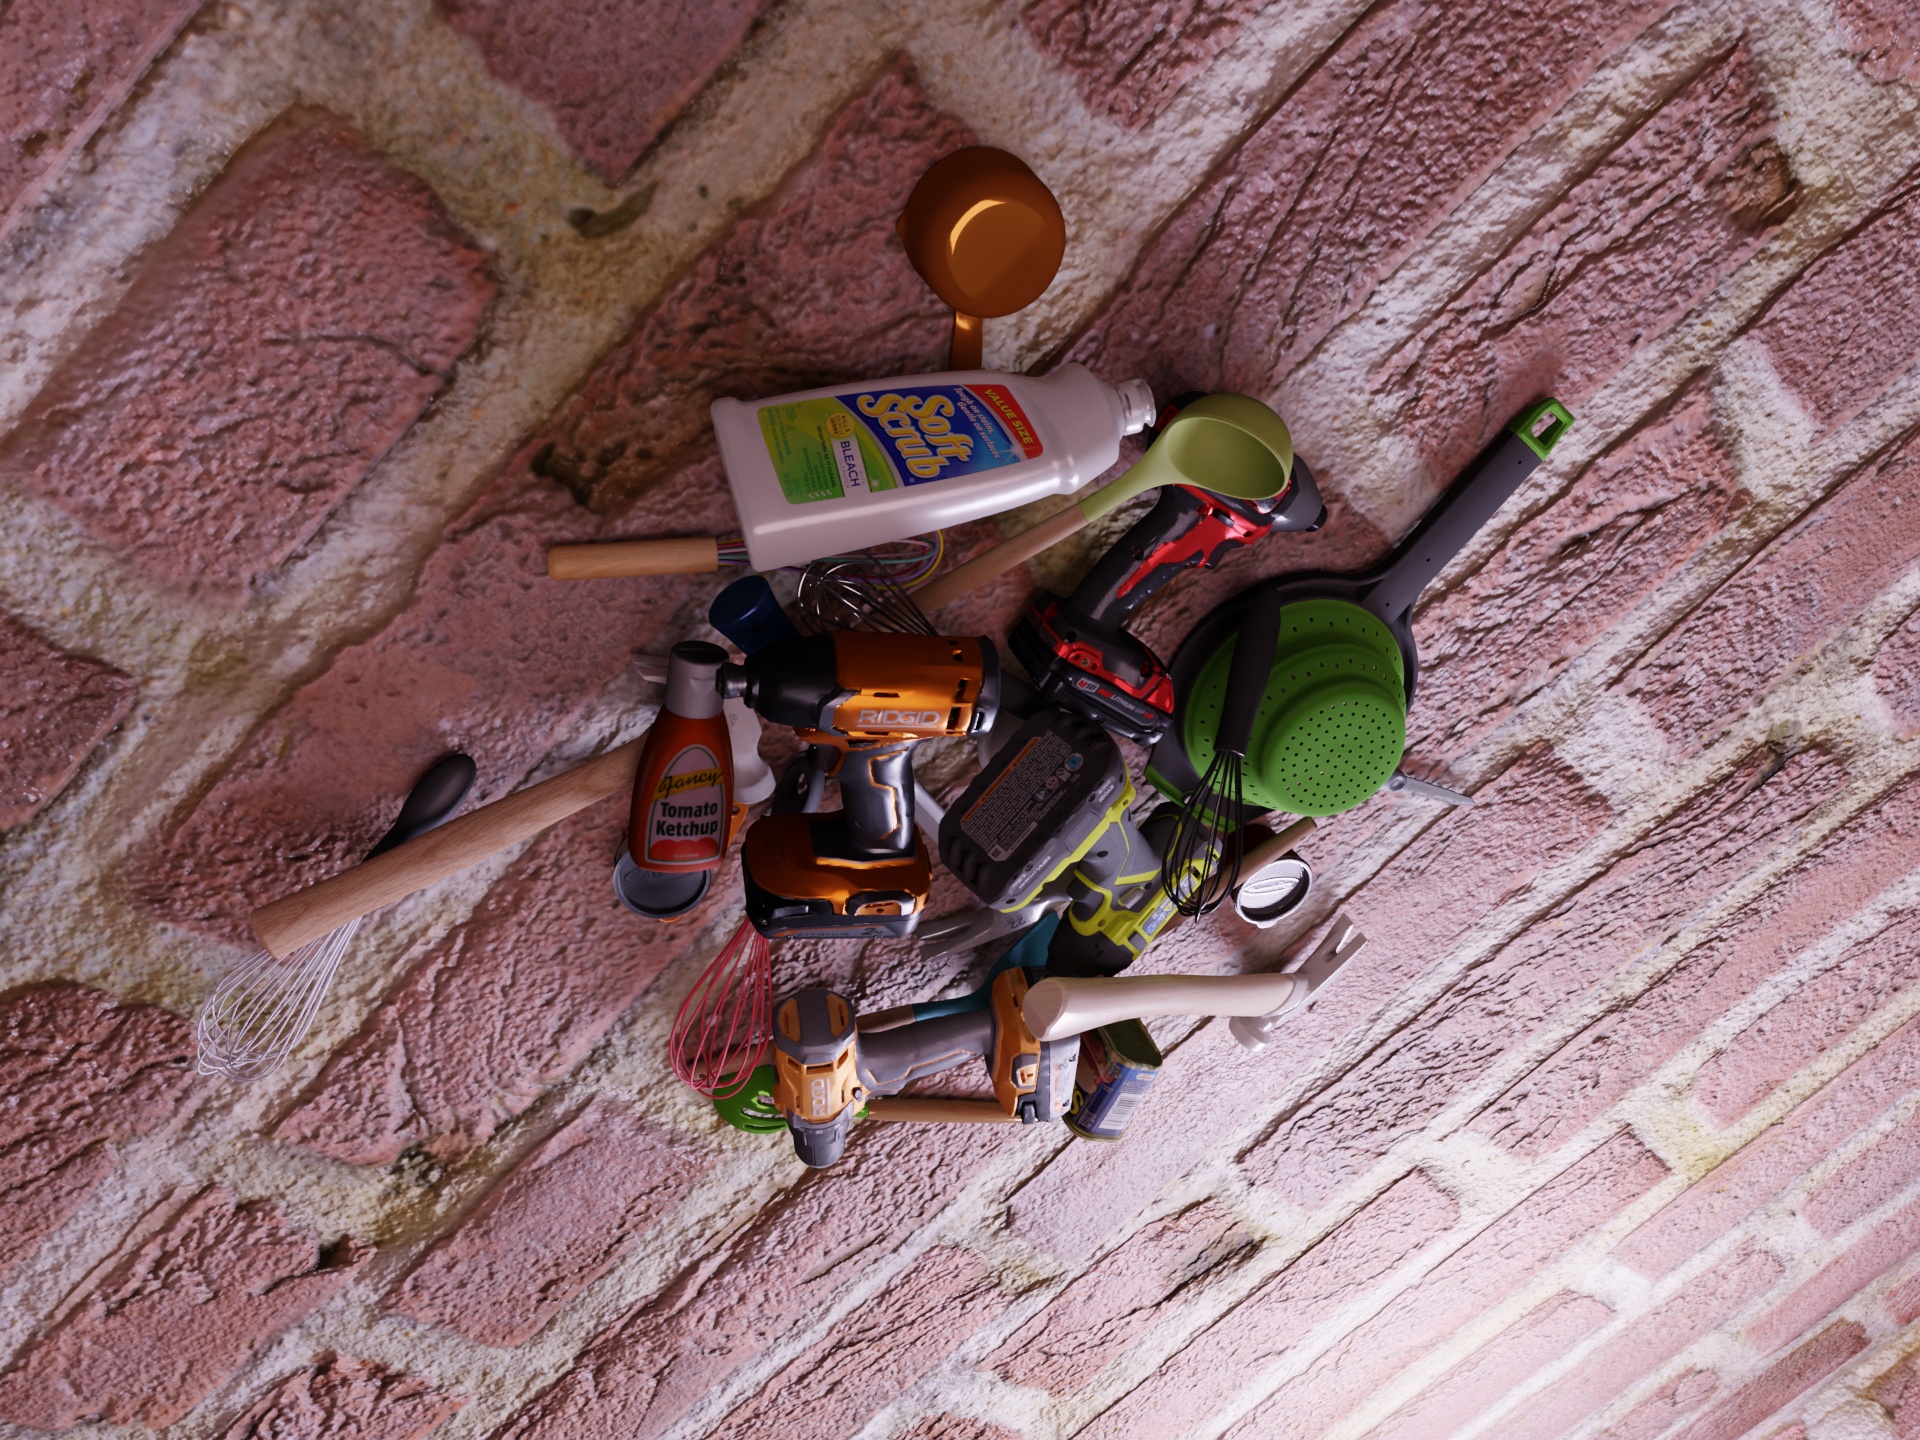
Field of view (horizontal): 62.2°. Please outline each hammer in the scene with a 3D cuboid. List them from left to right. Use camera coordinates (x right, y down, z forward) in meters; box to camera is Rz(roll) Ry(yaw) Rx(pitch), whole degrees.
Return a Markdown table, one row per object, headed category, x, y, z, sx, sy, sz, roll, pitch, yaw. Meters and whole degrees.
| category | x | y | z | sx | sy | sz | roll | pitch | yaw |
| --- | --- | --- | --- | --- | --- | --- | --- | --- | --- |
| hammer | -0.282 | 0.059 | 1.008 | 0.331 | 0.031 | 0.129 | -26 | 128 | -16 |
| hammer | -0.048 | 0.044 | 1.085 | 0.144 | 0.035 | 0.405 | -29 | 135 | 10 |
| hammer | 0.184 | 0.206 | 1.231 | 0.146 | 0.038 | 0.410 | -50 | 148 | 20 |

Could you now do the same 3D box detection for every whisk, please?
| category | x | y | z | sx | sy | sz | roll | pitch | yaw |
| --- | --- | --- | --- | --- | --- | --- | --- | --- | --- |
| whisk | -0.404 | 0.128 | 1.030 | 0.070 | 0.070 | 0.284 | 34 | 103 | -36 |
| whisk | -0.150 | 0.154 | 1.145 | 0.073 | 0.073 | 0.295 | 9 | 115 | -26 |
| whisk | -0.128 | -0.100 | 0.979 | 0.245 | 0.051 | 0.047 | -5 | 132 | -14 |
| whisk | -0.013 | -0.045 | 1.016 | 0.246 | 0.058 | 0.059 | 28 | 93 | -44 |
| whisk | 0.185 | 0.022 | 1.087 | 0.055 | 0.055 | 0.239 | 21 | 80 | -32 |

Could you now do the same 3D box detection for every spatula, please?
| category | x | y | z | sx | sy | sz | roll | pitch | yaw |
| --- | --- | --- | --- | --- | --- | --- | --- | --- | --- |
| spatula | -0.064 | 0.231 | 1.259 | 0.317 | 0.044 | 0.082 | -14 | 130 | -5 |
| spatula | 0.152 | 0.166 | 1.259 | 0.316 | 0.018 | 0.059 | -39 | 159 | 23 |

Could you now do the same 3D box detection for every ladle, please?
| category | x | y | z | sx | sy | sz | roll | pitch | yaw |
| --- | --- | --- | --- | --- | --- | --- | --- | --- | --- |
| ladle | 0.056 | -0.109 | 0.990 | 0.320 | 0.062 | 0.078 | -27 | 133 | 20 |

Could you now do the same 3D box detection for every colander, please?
| category | x | y | z | sx | sy | sz | roll | pitch | yaw |
| --- | --- | --- | --- | --- | --- | --- | --- | --- | --- |
| colander | 0.306 | -0.058 | 1.136 | 0.204 | 0.095 | 0.397 | 32 | 106 | -30 |

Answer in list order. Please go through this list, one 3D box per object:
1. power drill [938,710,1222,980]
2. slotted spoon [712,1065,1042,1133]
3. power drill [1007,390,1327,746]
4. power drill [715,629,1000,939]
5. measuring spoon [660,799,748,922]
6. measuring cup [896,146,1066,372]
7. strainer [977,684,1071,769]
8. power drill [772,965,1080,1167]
| category | x | y | z | sx | sy | sz | roll | pitch | yaw |
| --- | --- | --- | --- | --- | --- | --- | --- | --- | --- |
| power drill | 0.083 | 0.103 | 1.108 | 0.171 | 0.080 | 0.223 | -48 | 141 | -3 |
| slotted spoon | -0.056 | 0.323 | 1.326 | 0.313 | 0.031 | 0.070 | 10 | 120 | -29 |
| power drill | 0.144 | -0.099 | 1.066 | 0.143 | 0.079 | 0.219 | 24 | 110 | -33 |
| power drill | -0.078 | 0.037 | 0.981 | 0.164 | 0.084 | 0.226 | 2 | 133 | -16 |
| measuring spoon | -0.182 | 0.096 | 1.122 | 0.021 | 0.011 | 0.117 | 27 | 108 | -24 |
| measuring cup | 0.013 | -0.238 | 0.924 | 0.095 | 0.052 | 0.173 | -7 | 126 | -17 |
| strainer | -0.002 | -0.004 | 1.101 | 0.258 | 0.050 | 0.087 | 19 | 113 | -27 |
| power drill | -0.031 | 0.273 | 1.223 | 0.226 | 0.084 | 0.185 | -5 | 133 | -9 |
